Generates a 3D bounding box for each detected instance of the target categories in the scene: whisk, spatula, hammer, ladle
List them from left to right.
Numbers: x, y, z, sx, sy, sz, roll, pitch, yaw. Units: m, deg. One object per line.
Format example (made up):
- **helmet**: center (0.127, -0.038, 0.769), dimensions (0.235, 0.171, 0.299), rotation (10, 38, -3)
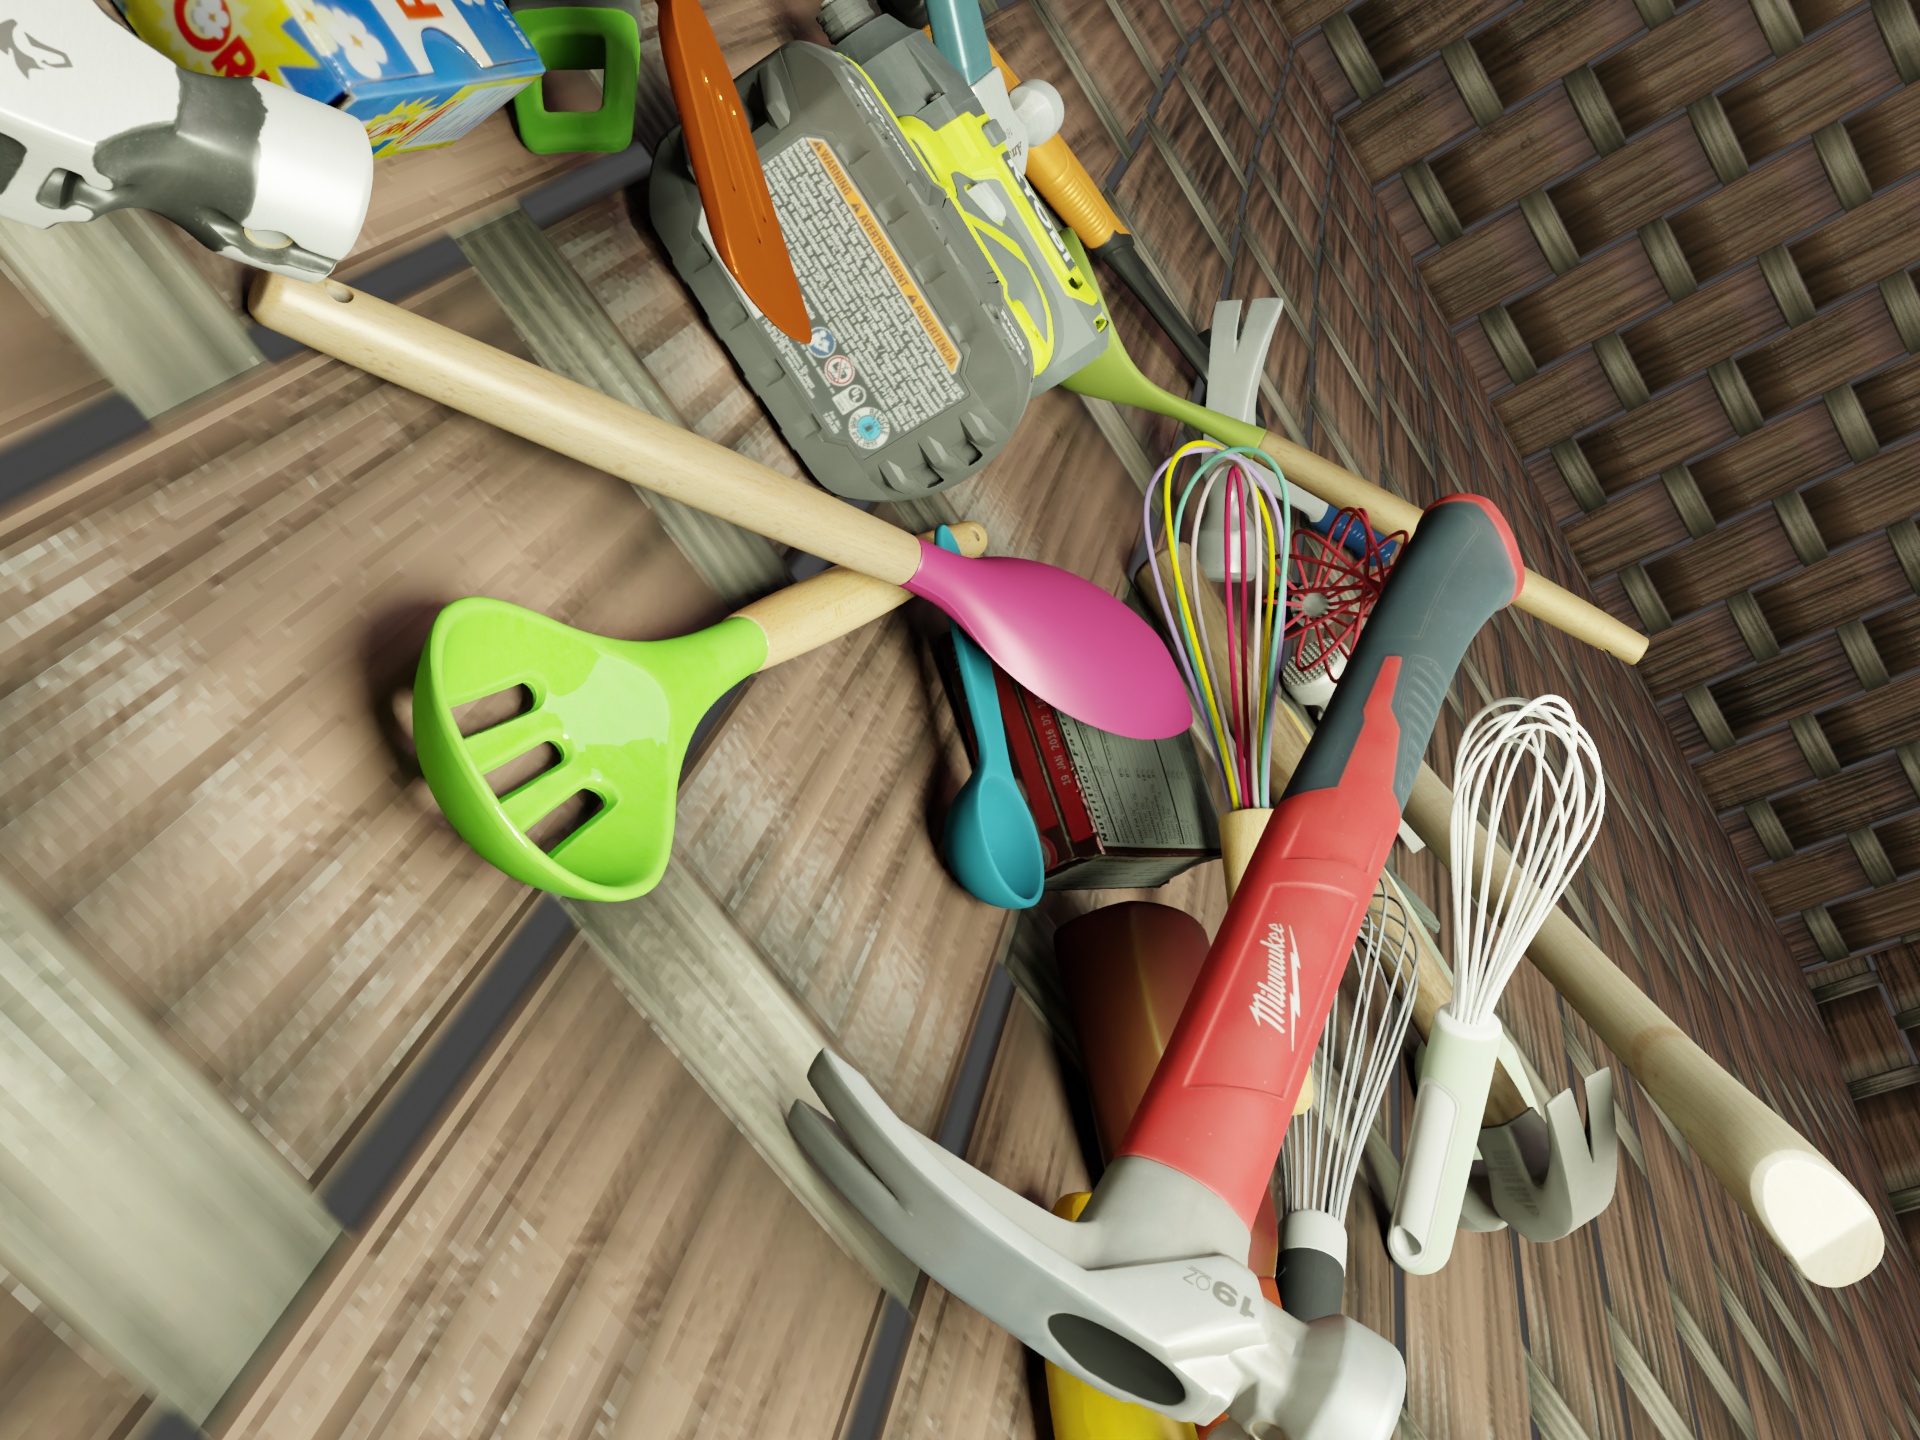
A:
- **hammer**: center (-0.182, -0.249, 0.290), dimensions (0.146, 0.035, 0.335), rotation (11, 66, -43)
- **spatula**: center (-0.136, -0.233, 0.406), dimensions (0.322, 0.041, 0.081), rotation (49, 8, 2)
- **hammer**: center (-0.022, -0.381, 0.653), dimensions (0.128, 0.033, 0.330), rotation (-56, 141, -43)
- **hammer**: center (0.071, -0.282, 0.872), dimensions (0.336, 0.034, 0.127), rotation (41, 35, -38)
- **whisk**: center (0.102, 0.012, 0.556), dimensions (0.047, 0.051, 0.245), rotation (28, 55, -58)
- **hammer**: center (0.099, 0.022, 0.475), dimensions (0.143, 0.038, 0.386), rotation (31, 43, 6)
- **hammer**: center (0.213, -0.140, 0.957), dimensions (0.405, 0.035, 0.144), rotation (1, 93, -65)
- **whisk**: center (0.122, 0.155, 0.545), dimensions (0.070, 0.070, 0.285), rotation (52, 33, -22)
- **whisk**: center (0.169, -0.054, 0.749), dimensions (0.073, 0.073, 0.296), rotation (63, 6, 0)
- **ladle**: center (0.162, -0.120, 0.704), dimensions (0.320, 0.062, 0.078), rotation (30, 1, 7)
- **hammer**: center (0.170, 0.068, 0.681), dimensions (0.331, 0.031, 0.130), rotation (60, -19, 10)
- **whisk**: center (0.189, 0.105, 0.589), dimensions (0.059, 0.058, 0.246), rotation (-13, 118, -36)
- **hammer**: center (0.260, 0.096, 0.706), dimensions (0.146, 0.038, 0.411), rotation (49, 8, -26)

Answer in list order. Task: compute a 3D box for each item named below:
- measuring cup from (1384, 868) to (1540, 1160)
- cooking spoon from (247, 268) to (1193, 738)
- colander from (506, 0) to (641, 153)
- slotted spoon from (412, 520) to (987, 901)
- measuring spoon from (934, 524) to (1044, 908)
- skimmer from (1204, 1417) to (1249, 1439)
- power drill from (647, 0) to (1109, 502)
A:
- **measuring cup**: center (0.223, 0.143, 0.755), dimensions (0.167, 0.038, 0.083), rotation (59, 26, -4)
- **cooking spoon**: center (-0.033, -0.051, 0.433), dimensions (0.318, 0.017, 0.069), rotation (18, 43, -43)
- **colander**: center (-0.119, -0.346, 0.518), dimensions (0.094, 0.204, 0.397), rotation (102, -15, -77)
- **slotted spoon**: center (-0.046, -0.024, 0.429), dimensions (0.070, 0.031, 0.314), rotation (59, 24, -3)
- **measuring spoon**: center (-0.001, -0.002, 0.489), dimensions (0.042, 0.021, 0.129), rotation (31, 43, -58)
- **skimmer**: center (0.175, 0.284, 0.440), dimensions (0.363, 0.090, 0.127), rotation (56, 27, -31)
- **power drill**: center (-0.021, -0.178, 0.568), dimensions (0.171, 0.080, 0.223), rotation (56, 23, -15)
